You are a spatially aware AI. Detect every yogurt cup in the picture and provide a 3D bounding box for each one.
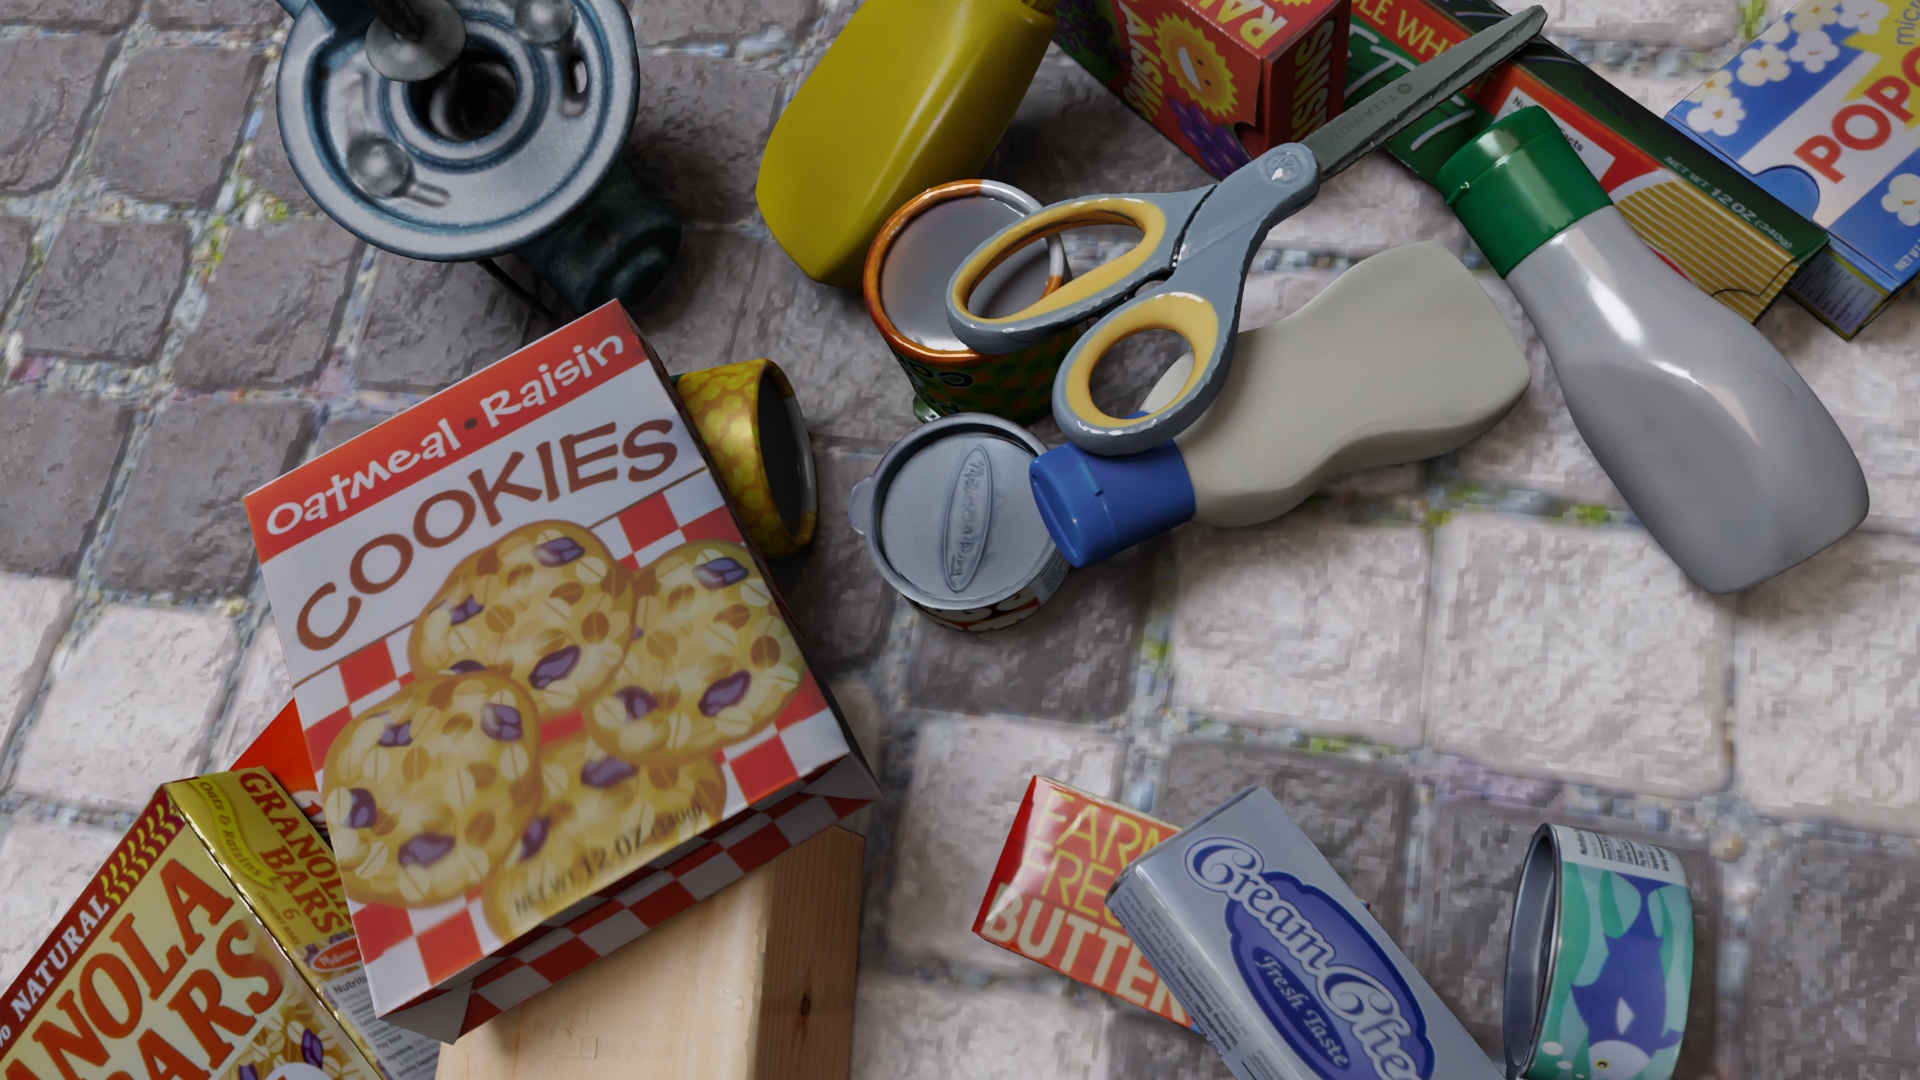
[{"bbox_3d":[-0.201,0.078,0.456,0.054,0.072,0.072,-39,68,7],"label":"yogurt cup"}]

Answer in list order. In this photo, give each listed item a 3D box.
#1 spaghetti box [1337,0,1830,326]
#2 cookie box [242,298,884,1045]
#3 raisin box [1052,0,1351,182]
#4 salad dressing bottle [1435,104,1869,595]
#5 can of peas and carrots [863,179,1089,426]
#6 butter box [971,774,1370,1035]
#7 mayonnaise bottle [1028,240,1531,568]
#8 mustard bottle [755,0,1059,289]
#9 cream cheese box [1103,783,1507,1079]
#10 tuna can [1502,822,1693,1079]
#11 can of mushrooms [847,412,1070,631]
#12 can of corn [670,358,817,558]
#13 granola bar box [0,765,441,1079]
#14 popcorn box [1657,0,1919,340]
[{"bbox_3d":[0.157,-0.151,0.454,0.029,0.049,0.250,-27,63,-34],"label":"spaghetti box"},{"bbox_3d":[-0.113,0.026,0.376,0.123,0.040,0.168,-29,59,-5],"label":"cookie box"},{"bbox_3d":[0.072,-0.178,0.466,0.040,0.086,0.123,-41,68,-5],"label":"raisin box"},{"bbox_3d":[0.194,-0.057,0.401,0.044,0.064,0.148,-29,79,-12],"label":"salad dressing bottle"},{"bbox_3d":[0.005,-0.075,0.462,0.071,0.058,0.071,-4,71,12],"label":"can of peas and carrots"},{"bbox_3d":[0.060,0.111,0.405,0.103,0.024,0.053,18,76,18],"label":"butter box"},{"bbox_3d":[0.094,-0.037,0.422,0.148,0.041,0.065,-24,71,-10],"label":"mayonnaise bottle"},{"bbox_3d":[-0.007,-0.156,0.458,0.159,0.049,0.065,-47,65,32],"label":"mustard bottle"},{"bbox_3d":[0.089,0.117,0.356,0.053,0.024,0.104,-21,61,-35],"label":"cream cheese box"},{"bbox_3d":[0.163,0.112,0.359,0.033,0.071,0.071,9,75,15],"label":"tuna can"},{"bbox_3d":[0.002,-0.006,0.453,0.071,0.033,0.071,-4,72,12],"label":"can of mushrooms"},{"bbox_3d":[-0.085,-0.023,0.459,0.058,0.071,0.071,-9,70,9],"label":"can of corn"},{"bbox_3d":[-0.231,0.169,0.412,0.124,0.039,0.165,45,103,14],"label":"granola bar box"},{"bbox_3d":[0.291,-0.135,0.428,0.127,0.038,0.085,-40,69,-3],"label":"popcorn box"}]
